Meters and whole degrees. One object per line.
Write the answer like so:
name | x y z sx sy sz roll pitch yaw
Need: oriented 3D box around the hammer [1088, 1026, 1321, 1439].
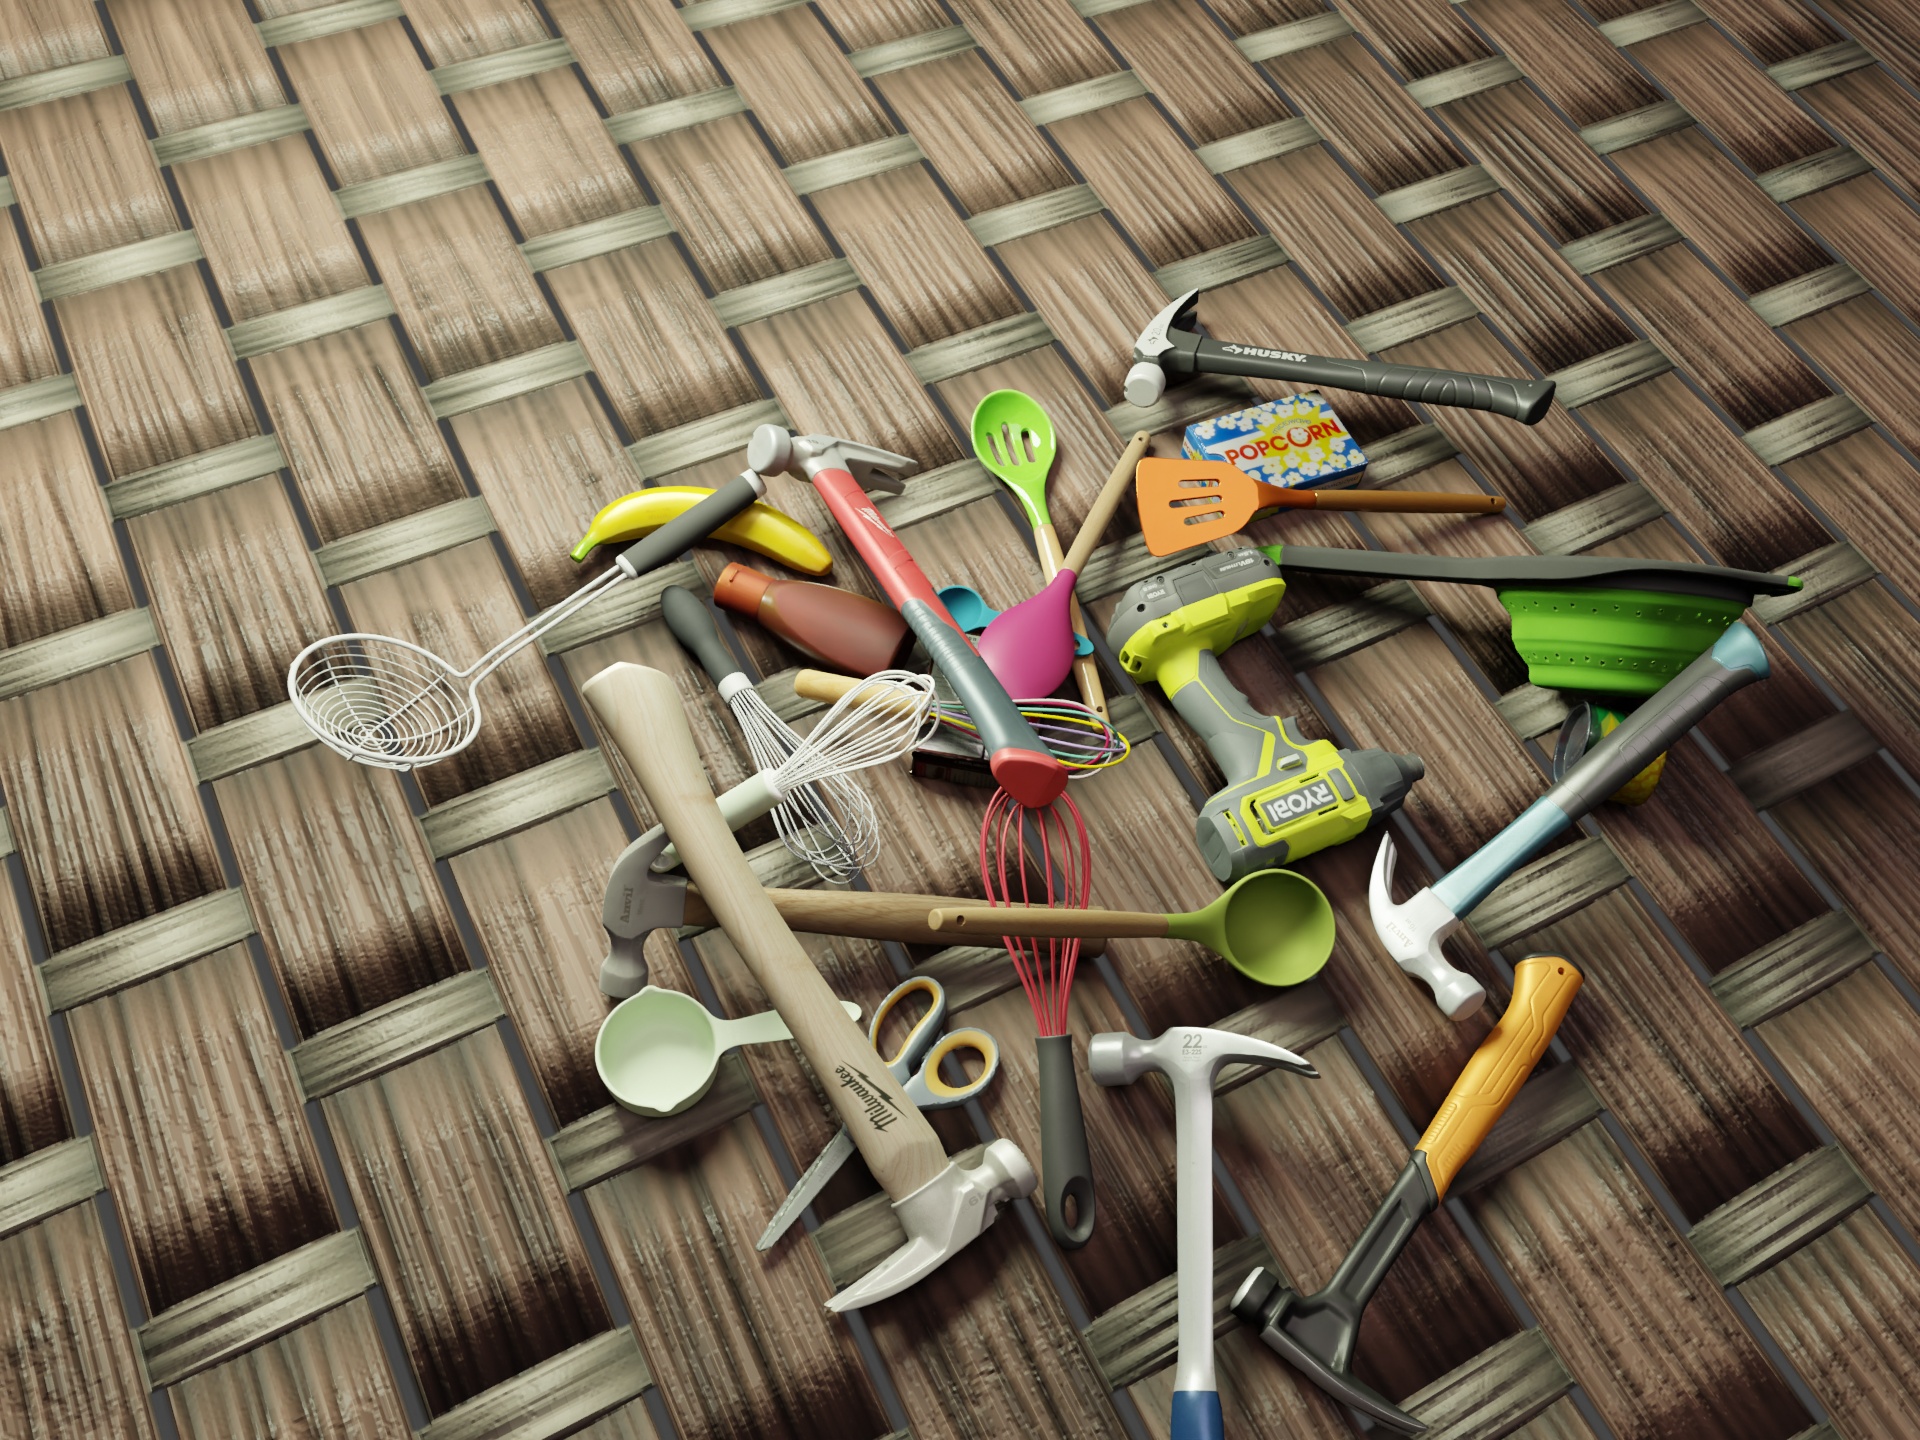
hammer | 0.141 0.375 0.915 0.144 0.035 0.406 -9 60 23

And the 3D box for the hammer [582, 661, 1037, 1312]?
hammer | -0.119 0.151 0.966 0.146 0.038 0.410 -31 87 -22

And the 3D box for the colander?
colander | 0.403 -0.073 1.194 0.397 0.204 0.094 6 93 17

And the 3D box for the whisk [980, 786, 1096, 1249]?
whisk | 0.055 0.179 0.999 0.073 0.073 0.296 -4 80 -8

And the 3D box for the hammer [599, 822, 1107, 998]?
hammer | -0.065 0.125 1.044 0.331 0.031 0.130 5 103 -10

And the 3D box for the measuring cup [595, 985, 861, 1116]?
measuring cup | -0.146 0.206 1.013 0.167 0.038 0.083 -8 60 -12

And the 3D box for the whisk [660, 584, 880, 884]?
whisk | -0.144 0.002 1.128 0.070 0.070 0.285 -27 60 -19

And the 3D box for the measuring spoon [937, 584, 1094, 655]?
measuring spoon | 0.038 -0.067 1.196 0.128 0.021 0.042 17 66 9

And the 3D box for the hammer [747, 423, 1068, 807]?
hammer | -0.018 -0.082 1.111 0.143 0.038 0.387 6 37 -39

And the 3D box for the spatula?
spatula | 0.292 -0.171 1.255 0.322 0.041 0.081 -2 77 -22

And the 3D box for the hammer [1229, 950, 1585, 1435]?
hammer | 0.313 0.279 1.009 0.127 0.034 0.337 36 63 16

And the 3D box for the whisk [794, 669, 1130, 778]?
whisk | -0.002 -0.003 1.098 0.245 0.051 0.047 12 64 16

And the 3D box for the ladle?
ladle | 0.115 0.127 0.988 0.320 0.062 0.078 8 77 -39

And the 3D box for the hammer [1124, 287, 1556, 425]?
hammer | 0.312 -0.287 1.302 0.335 0.035 0.146 11 46 14

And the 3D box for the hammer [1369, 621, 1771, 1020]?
hammer | 0.417 0.053 1.081 0.331 0.033 0.128 -40 51 0

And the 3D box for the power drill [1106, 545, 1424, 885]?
power drill | 0.217 -0.008 1.152 0.171 0.080 0.223 -20 67 -15

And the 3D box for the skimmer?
skimmer | -0.293 -0.089 1.127 0.363 0.090 0.127 -37 67 -15

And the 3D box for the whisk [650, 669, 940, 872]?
whisk | -0.115 0.038 1.044 0.246 0.057 0.059 -31 26 20

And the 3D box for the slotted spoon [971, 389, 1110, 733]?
slotted spoon | 0.069 -0.127 1.237 0.070 0.031 0.314 -8 62 -12

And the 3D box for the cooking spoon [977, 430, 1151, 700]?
cooking spoon | 0.091 -0.127 1.215 0.069 0.017 0.319 26 51 3
